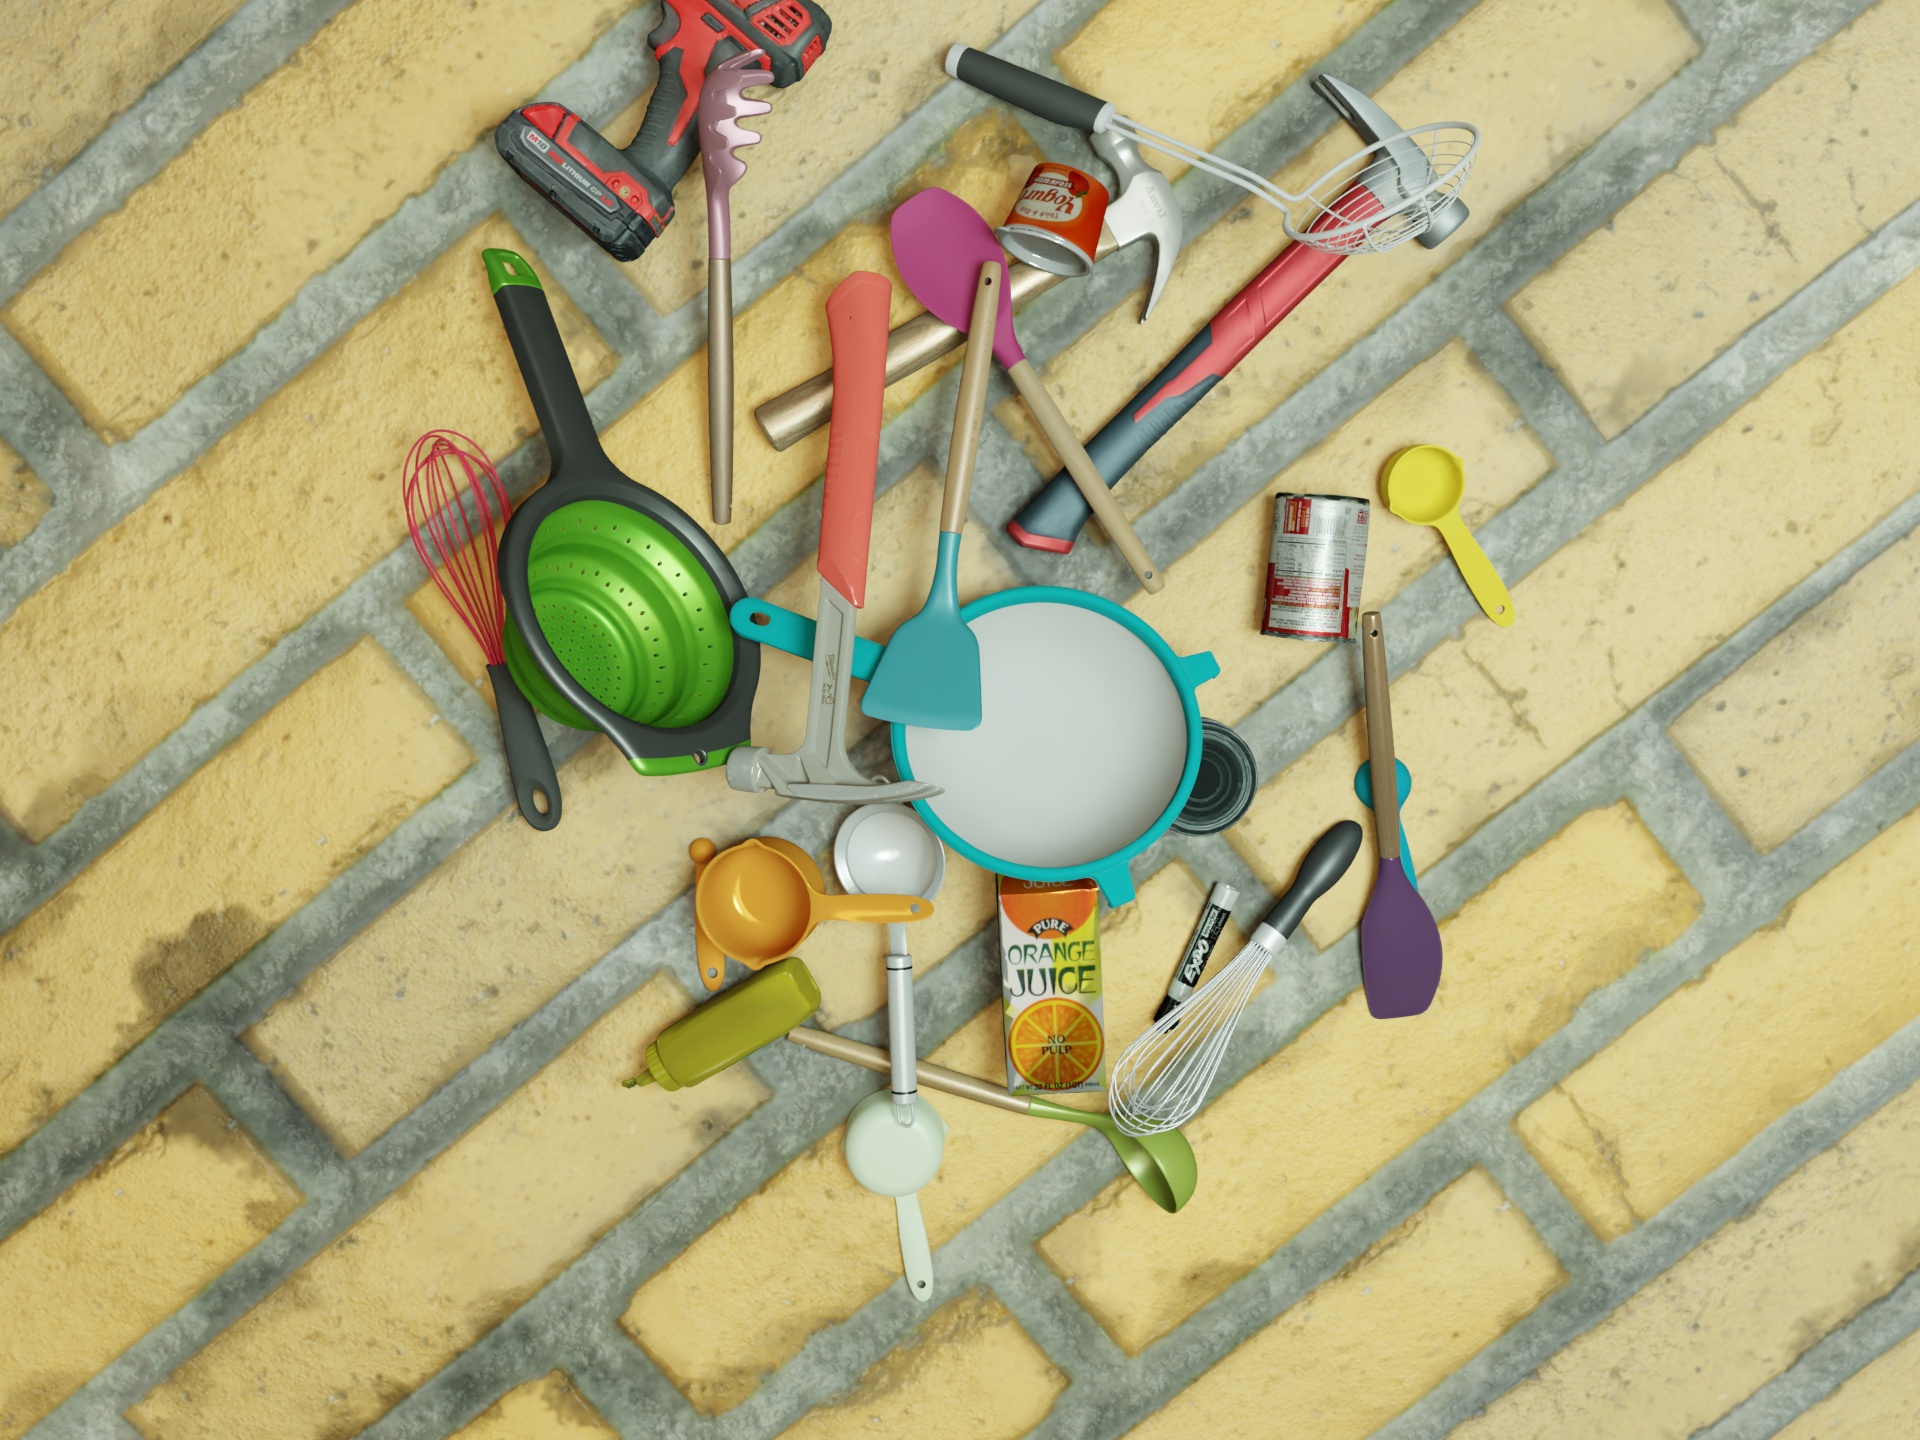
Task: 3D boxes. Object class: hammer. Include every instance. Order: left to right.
[{"bbox_3d":[-0.069,-0.124,1.060,0.149,0.036,0.359,2,81,23],"label":"hammer"},{"bbox_3d":[0.006,-0.284,1.121,0.331,0.031,0.130,-30,96,3],"label":"hammer"},{"bbox_3d":[0.169,-0.271,1.121,0.386,0.038,0.143,-44,94,4],"label":"hammer"}]

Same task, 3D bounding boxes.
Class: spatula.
[{"bbox_3d":[-0.002,-0.153,1.072,0.082,0.044,0.317,9,92,8],"label":"spatula"},{"bbox_3d":[0.312,0.074,1.155,0.060,0.018,0.315,-9,106,3],"label":"spatula"}]

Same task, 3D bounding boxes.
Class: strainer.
[{"bbox_3d":[-0.046,0.167,1.155,0.087,0.050,0.258,-2,91,20],"label":"strainer"},{"bbox_3d":[-0.002,-0.004,1.122,0.340,0.095,0.211,21,71,7],"label":"strainer"}]

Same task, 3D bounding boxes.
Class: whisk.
[{"bbox_3d":[-0.332,-0.060,1.131,0.073,0.073,0.295,-12,104,0],"label":"whisk"},{"bbox_3d":[0.204,0.185,1.152,0.070,0.070,0.284,40,83,-5],"label":"whisk"}]

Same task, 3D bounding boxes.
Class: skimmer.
[{"bbox_3d":[0.151,-0.396,1.034,0.363,0.090,0.127,28,58,15],"label":"skimmer"}]

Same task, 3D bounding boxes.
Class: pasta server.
[{"bbox_3d":[-0.156,-0.285,1.077,0.040,0.060,0.316,9,115,13],"label":"pasta server"}]

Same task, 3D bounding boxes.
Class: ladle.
[{"bbox_3d":[0.022,0.289,1.177,0.320,0.078,0.062,17,64,2],"label":"ladle"}]

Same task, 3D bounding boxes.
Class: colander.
[{"bbox_3d":[-0.273,-0.134,1.102,0.094,0.204,0.397,-28,79,36],"label":"colander"}]

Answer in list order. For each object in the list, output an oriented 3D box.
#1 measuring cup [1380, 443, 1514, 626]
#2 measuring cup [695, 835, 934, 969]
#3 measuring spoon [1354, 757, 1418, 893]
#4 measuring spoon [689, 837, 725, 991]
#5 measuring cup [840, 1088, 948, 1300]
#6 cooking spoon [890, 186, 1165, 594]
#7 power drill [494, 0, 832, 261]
[{"bbox_3d":[0.357,-0.132,1.152,0.062,0.029,0.156,-36,108,3],"label":"measuring cup"},{"bbox_3d":[-0.100,0.128,1.144,0.173,0.052,0.095,1,97,9],"label":"measuring cup"},{"bbox_3d":[0.323,0.089,1.173,0.042,0.021,0.128,-13,96,1],"label":"measuring spoon"},{"bbox_3d":[-0.187,0.145,1.177,0.021,0.011,0.117,-4,97,0],"label":"measuring spoon"},{"bbox_3d":[-0.042,0.362,1.191,0.083,0.038,0.167,-10,95,0],"label":"measuring cup"},{"bbox_3d":[0.052,-0.224,1.099,0.069,0.017,0.319,-32,93,4],"label":"cooking spoon"},{"bbox_3d":[-0.207,-0.436,1.079,0.143,0.078,0.219,40,91,-6],"label":"power drill"}]
